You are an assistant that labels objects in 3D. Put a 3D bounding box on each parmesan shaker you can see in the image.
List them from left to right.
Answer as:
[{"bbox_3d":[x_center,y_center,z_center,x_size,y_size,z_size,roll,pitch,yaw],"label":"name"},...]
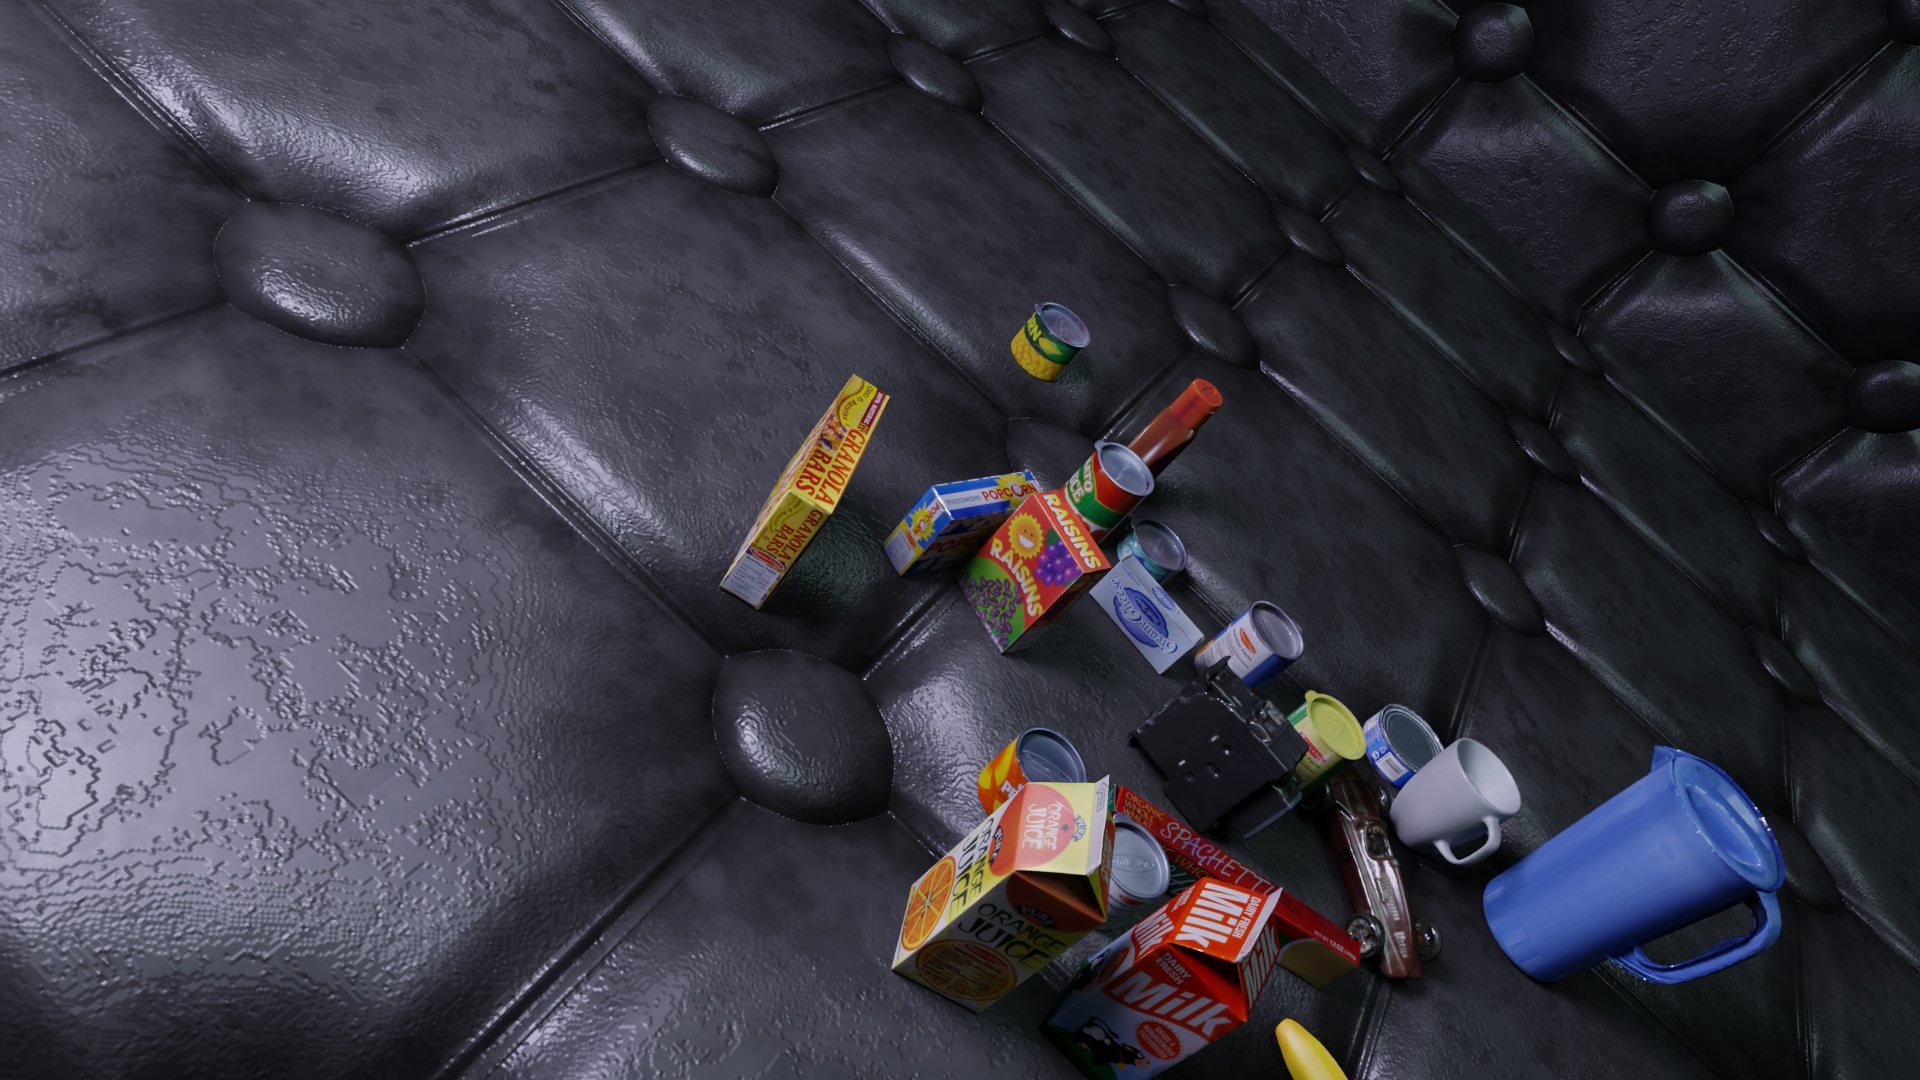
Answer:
[{"bbox_3d":[0.300,0.190,1.240,0.071,0.102,0.072,23,41,-22],"label":"parmesan shaker"}]

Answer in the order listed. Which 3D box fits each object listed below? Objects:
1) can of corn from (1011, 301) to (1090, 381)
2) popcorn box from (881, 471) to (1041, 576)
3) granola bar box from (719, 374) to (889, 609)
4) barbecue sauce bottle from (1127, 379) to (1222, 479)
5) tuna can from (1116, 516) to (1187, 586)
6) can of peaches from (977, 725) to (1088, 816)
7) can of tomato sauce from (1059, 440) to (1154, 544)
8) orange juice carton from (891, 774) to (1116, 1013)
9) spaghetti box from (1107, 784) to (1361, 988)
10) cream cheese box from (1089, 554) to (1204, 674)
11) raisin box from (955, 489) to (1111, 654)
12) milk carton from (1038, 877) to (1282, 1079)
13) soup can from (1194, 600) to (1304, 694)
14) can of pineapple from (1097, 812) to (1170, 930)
[{"bbox_3d":[0.095,-0.216,1.502,0.071,0.058,0.071,23,41,-22],"label":"can of corn"},{"bbox_3d":[0.004,-0.015,1.203,0.127,0.084,0.038,-11,61,-46],"label":"popcorn box"},{"bbox_3d":[-0.120,-0.040,1.089,0.039,0.123,0.166,33,38,-11],"label":"granola bar box"},{"bbox_3d":[0.206,-0.102,1.410,0.065,0.147,0.044,-21,68,-49],"label":"barbecue sauce bottle"},{"bbox_3d":[0.188,0.010,1.379,0.071,0.032,0.071,23,41,-22],"label":"tuna can"},{"bbox_3d":[0.054,0.187,1.069,0.071,0.057,0.071,23,41,-22],"label":"can of peaches"},{"bbox_3d":[0.135,-0.046,1.348,0.071,0.082,0.071,23,41,-22],"label":"can of tomato sauce"},{"bbox_3d":[0.038,0.227,0.906,0.073,0.191,0.072,31,38,-13],"label":"orange juice carton"},{"bbox_3d":[0.209,0.280,1.116,0.250,0.050,0.029,34,38,-9],"label":"spaghetti box"},{"bbox_3d":[0.173,0.069,1.291,0.104,0.053,0.024,49,38,11],"label":"cream cheese box"},{"bbox_3d":[0.060,0.027,1.178,0.040,0.122,0.086,-7,58,-45],"label":"raisin box"},{"bbox_3d":[0.144,0.294,0.931,0.073,0.189,0.073,45,37,4],"label":"milk carton"},{"bbox_3d":[0.275,0.107,1.316,0.071,0.083,0.072,23,41,-22],"label":"soup can"},{"bbox_3d":[0.117,0.253,1.057,0.071,0.057,0.071,23,41,-22],"label":"can of pineapple"}]
